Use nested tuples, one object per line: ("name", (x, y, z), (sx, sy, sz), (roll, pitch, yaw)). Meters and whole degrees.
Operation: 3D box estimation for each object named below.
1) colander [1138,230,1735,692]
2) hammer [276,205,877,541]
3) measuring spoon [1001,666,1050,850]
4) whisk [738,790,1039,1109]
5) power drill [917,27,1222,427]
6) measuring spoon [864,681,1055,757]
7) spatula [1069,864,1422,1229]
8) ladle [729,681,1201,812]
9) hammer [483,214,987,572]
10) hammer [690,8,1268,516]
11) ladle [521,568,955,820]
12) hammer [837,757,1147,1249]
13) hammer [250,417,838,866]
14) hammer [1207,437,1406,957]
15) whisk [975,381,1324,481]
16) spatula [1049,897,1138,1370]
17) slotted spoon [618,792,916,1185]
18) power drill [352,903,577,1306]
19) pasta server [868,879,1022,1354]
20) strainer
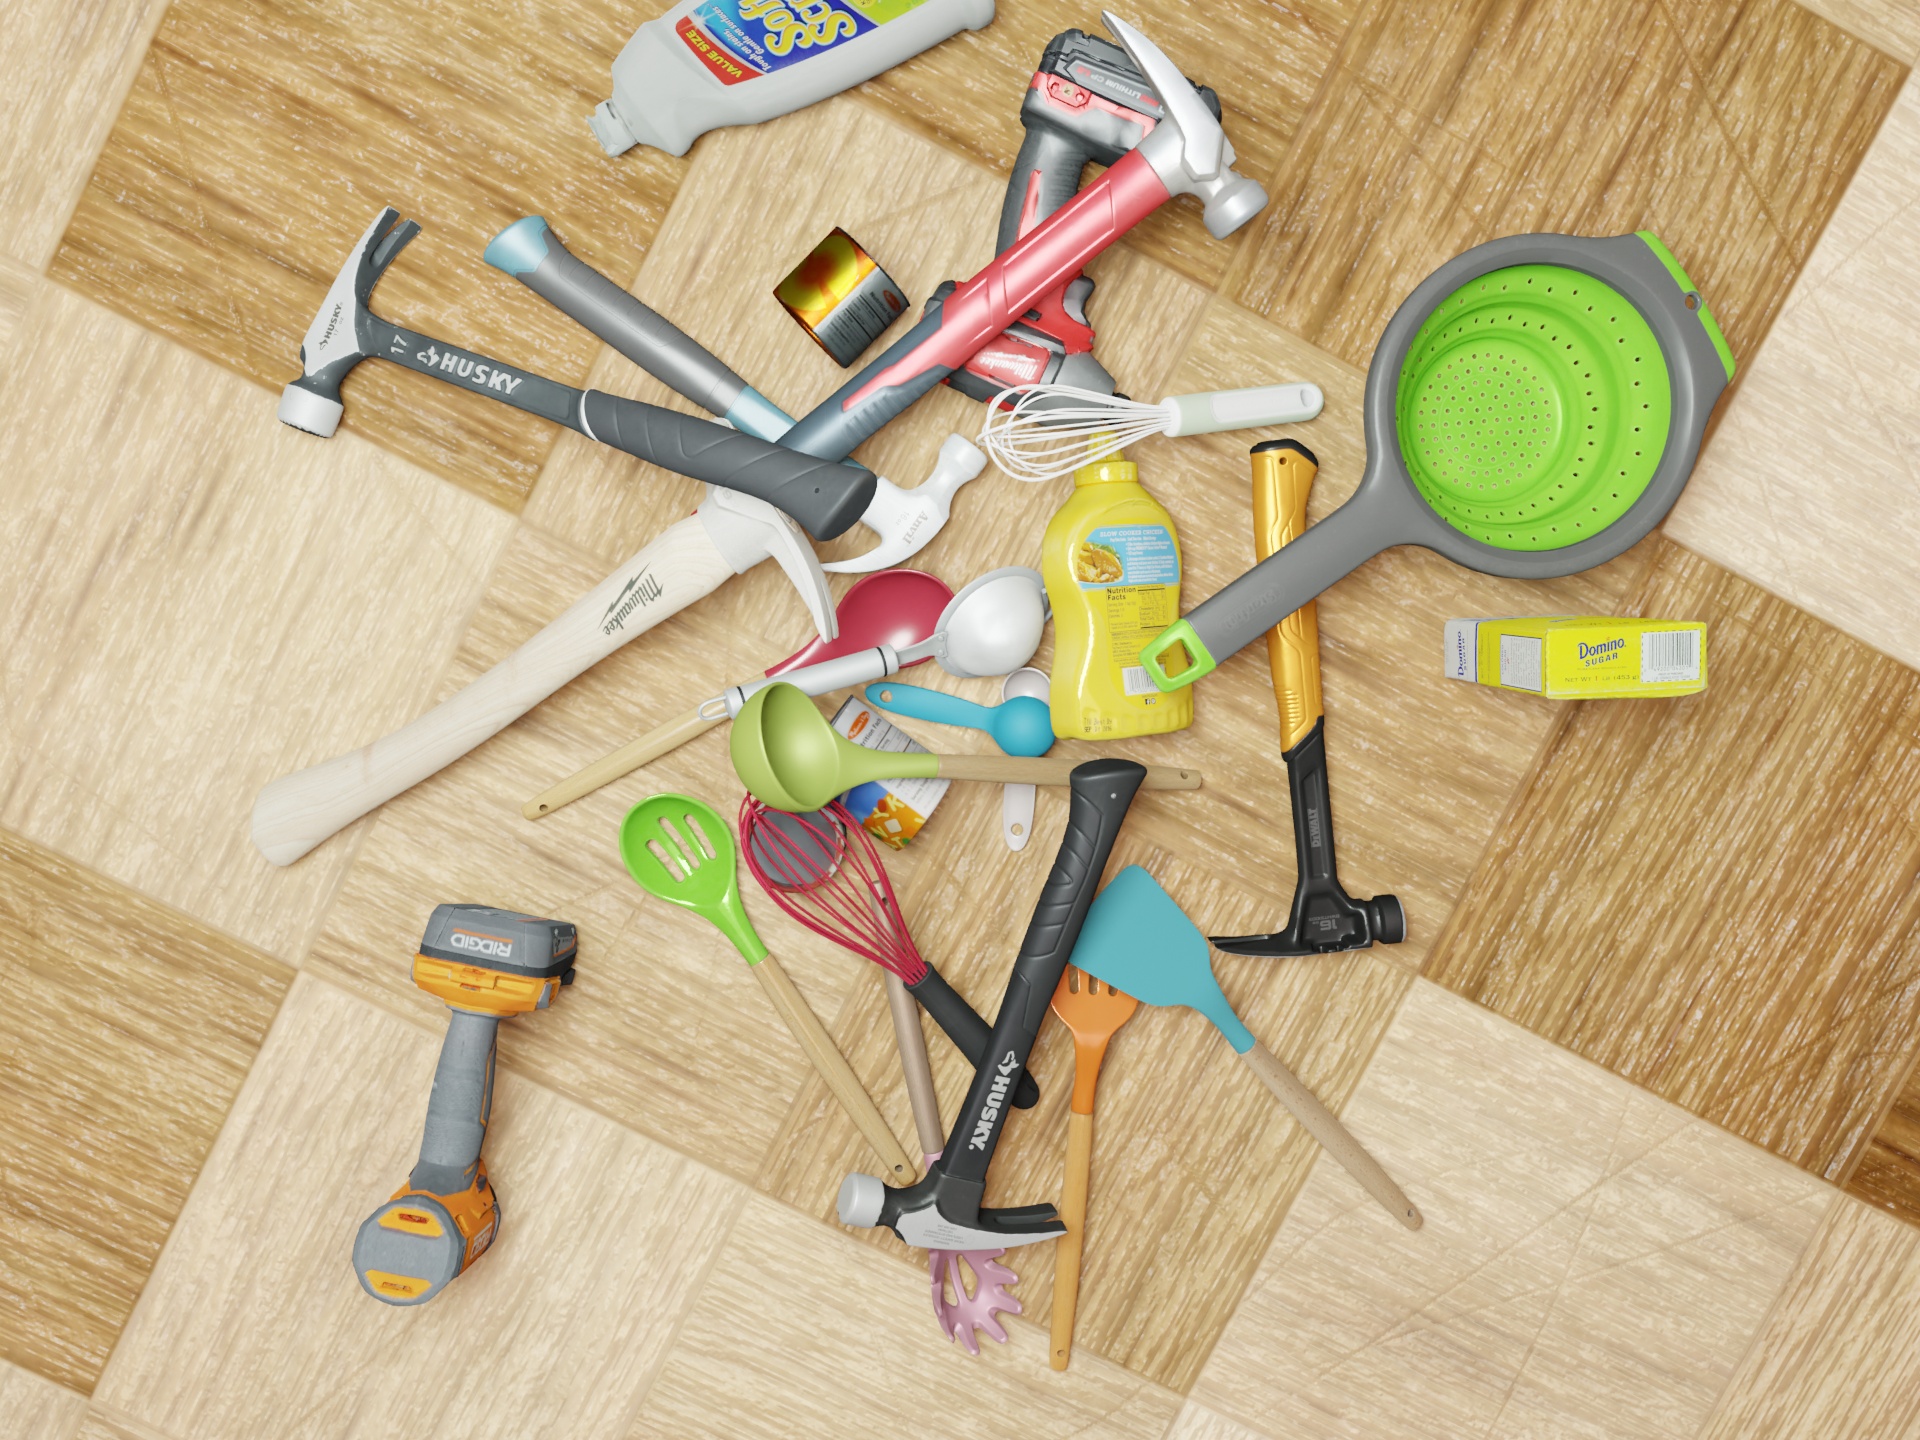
("colander", (0.275, -0.144, 0.990), (0.397, 0.094, 0.204), (-35, 96, 1))
("hammer", (-0.226, -0.188, 0.928), (0.409, 0.036, 0.149), (21, 91, 22))
("measuring spoon", (0.041, 0.025, 1.046), (0.034, 0.018, 0.124), (6, 102, 9))
("whisk", (-0.039, 0.148, 1.009), (0.073, 0.073, 0.295), (-39, 111, 2))
("power drill", (0.071, -0.293, 0.985), (0.143, 0.078, 0.219), (24, 98, -2))
("measuring spoon", (-0.002, -0.003, 1.026), (0.128, 0.021, 0.042), (13, 103, 7))
("spatula", (0.201, 0.230, 1.055), (0.317, 0.044, 0.082), (47, 68, -13))
("ladle", (0.014, 0.025, 0.976), (0.320, 0.062, 0.078), (4, 66, -23))
("hammer", (-0.152, -0.211, 1.007), (0.331, 0.033, 0.128), (35, 93, -4))
("hammer", (-0.016, -0.240, 0.943), (0.386, 0.038, 0.143), (-37, 97, 11))
("ladle", (-0.145, -0.012, 1.029), (0.315, 0.031, 0.069), (-28, 113, 4))
("hammer", (0.045, 0.180, 0.997), (0.146, 0.035, 0.334), (18, 99, -18))
("hammer", (-0.270, -0.014, 0.981), (0.410, 0.038, 0.146), (-31, 93, 14))
("hammer", (0.212, -0.012, 1.034), (0.127, 0.034, 0.337), (-6, 95, -2))
("whisk", (0.121, -0.186, 0.974), (0.246, 0.059, 0.058), (-11, 88, -24))
("spatula", (0.079, 0.280, 1.065), (0.081, 0.041, 0.322), (4, 99, -4))
("slotted spoon", (-0.120, 0.179, 1.048), (0.070, 0.031, 0.313), (-33, 97, 2))
("power drill", (-0.306, 0.233, 0.997), (0.084, 0.164, 0.226), (12, 83, -2))
("pasta server", (-0.020, 0.260, 1.052), (0.060, 0.040, 0.316), (-13, 94, -26))
("strainer", (-0.037, -0.037, 0.984), (0.258, 0.050, 0.086), (-17, 137, -16))
